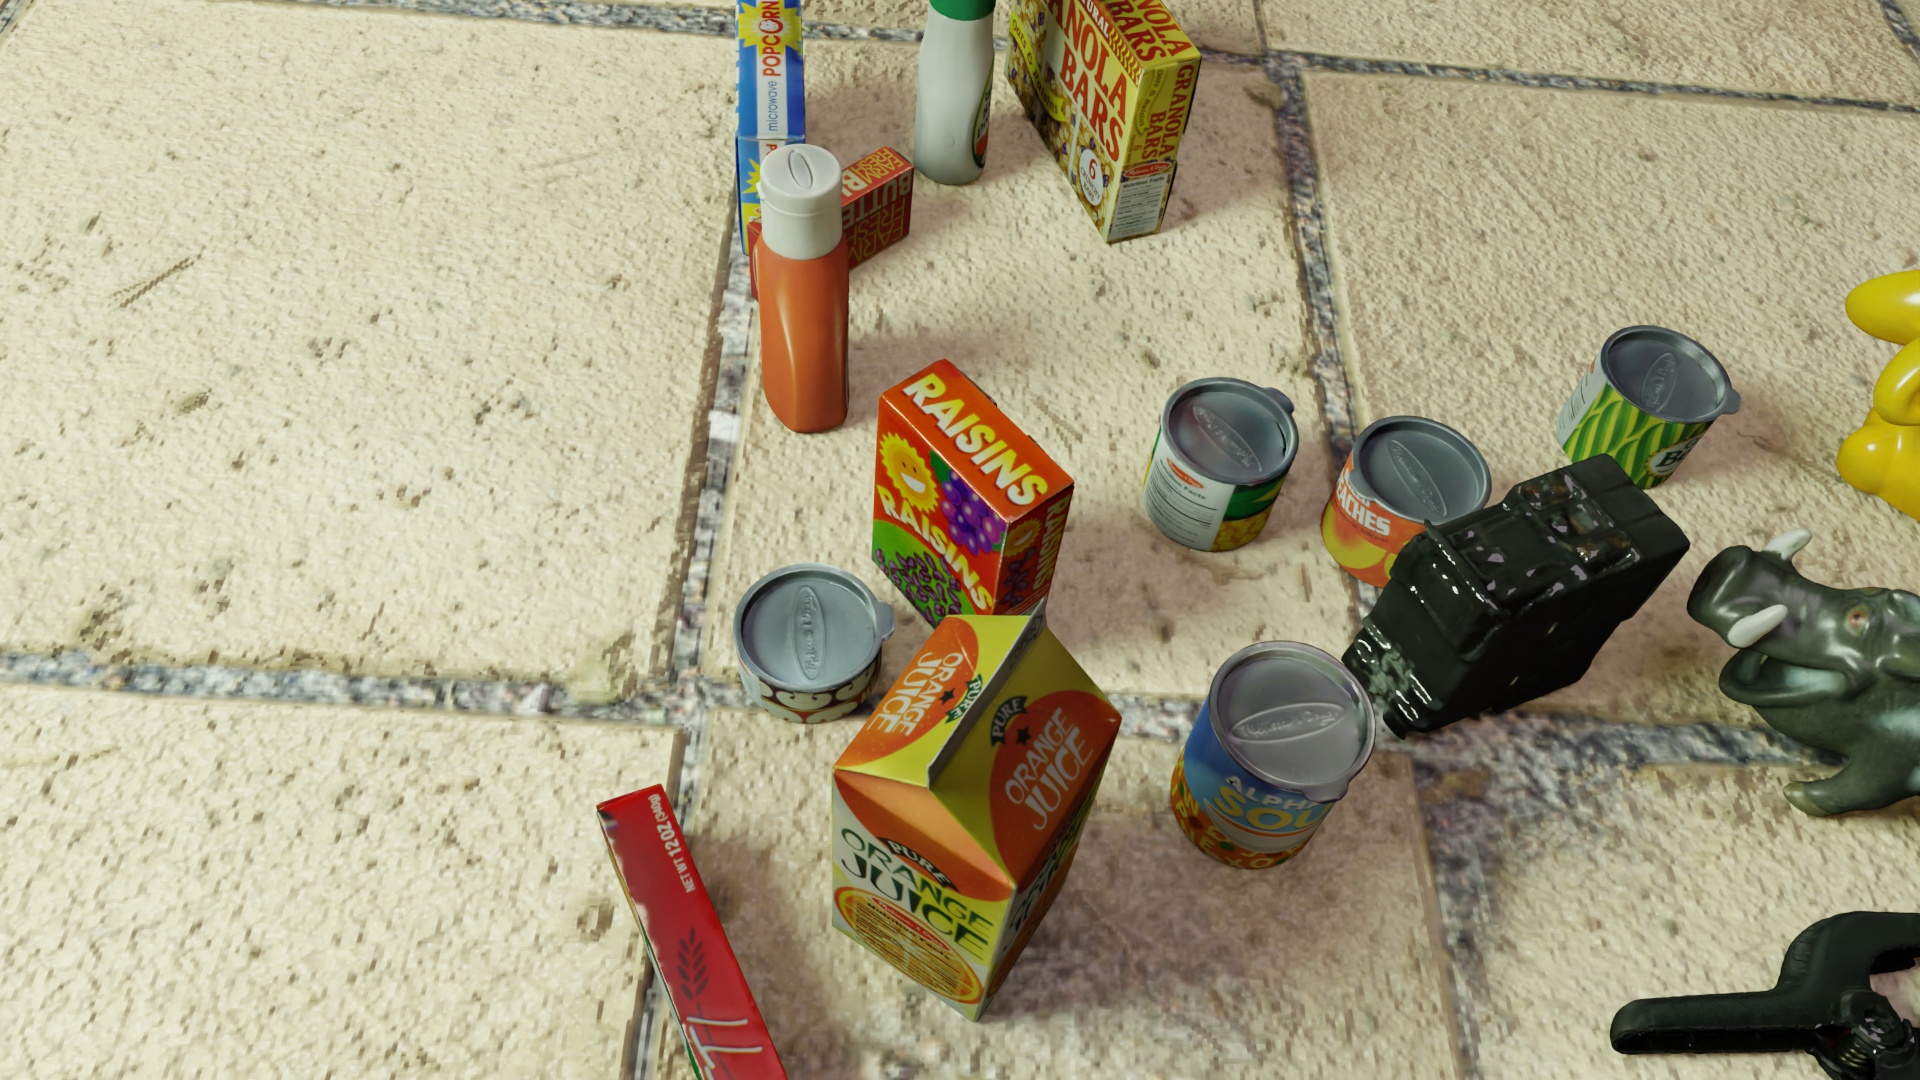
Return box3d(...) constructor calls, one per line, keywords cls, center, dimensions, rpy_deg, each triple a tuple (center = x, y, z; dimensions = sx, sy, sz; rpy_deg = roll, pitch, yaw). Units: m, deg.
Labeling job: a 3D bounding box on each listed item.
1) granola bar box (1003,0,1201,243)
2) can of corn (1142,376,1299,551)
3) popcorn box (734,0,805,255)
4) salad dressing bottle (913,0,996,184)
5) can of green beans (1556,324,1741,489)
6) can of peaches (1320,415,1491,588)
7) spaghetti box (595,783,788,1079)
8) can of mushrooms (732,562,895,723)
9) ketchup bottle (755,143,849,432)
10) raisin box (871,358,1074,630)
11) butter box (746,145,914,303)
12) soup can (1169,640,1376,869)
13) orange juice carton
box3d(cls="granola bar box", center=(0.078, -0.275, 0.807), dimensions=(0.039, 0.123, 0.166), rpy_deg=(-15, 57, -15))
box3d(cls="can of corn", center=(0.128, -0.038, 0.683), dimensions=(0.071, 0.058, 0.071), rpy_deg=(2, 55, -3))
box3d(cls="popcorn box", center=(-0.107, -0.234, 0.785), dimensions=(0.038, 0.084, 0.127), rpy_deg=(-2, 55, -6))
box3d(cls="salad dressing bottle", center=(-0.001, -0.271, 0.782), dimensions=(0.044, 0.146, 0.064), rpy_deg=(9, 55, 2))
box3d(cls="can of green beans", center=(0.355, -0.069, 0.725), dimensions=(0.071, 0.057, 0.071), rpy_deg=(2, 55, -3))
box3d(cls="can of peaches", center=(0.213, -0.017, 0.676), dimensions=(0.071, 0.057, 0.071), rpy_deg=(2, 55, -3))
box3d(cls="spaghetti box", center=(-0.074, 0.204, 0.498), dimensions=(0.029, 0.050, 0.251), rpy_deg=(-21, 59, -18))
box3d(cls="can of mushrooms", center=(-0.065, 0.046, 0.621), dimensions=(0.071, 0.033, 0.071), rpy_deg=(2, 55, -3))
box3d(cls="ketchup bottle", center=(-0.076, -0.120, 0.668), dimensions=(0.043, 0.148, 0.065), rpy_deg=(-12, 57, -13))
box3d(cls="raisin box", center=(0.002, -0.008, 0.610), dimensions=(0.040, 0.122, 0.086), rpy_deg=(-32, 63, -24))
box3d(cls="butter box", center=(-0.071, -0.171, 0.763), dimensions=(0.104, 0.052, 0.024), rpy_deg=(-38, 66, -27))
box3d(cls="soup can", center=(0.127, 0.093, 0.574), dimensions=(0.071, 0.083, 0.072), rpy_deg=(2, 55, -3))
box3d(cls="orange juice carton", center=(0.002, 0.096, 0.494), dimensions=(0.073, 0.191, 0.072), rpy_deg=(29, 58, 15))
